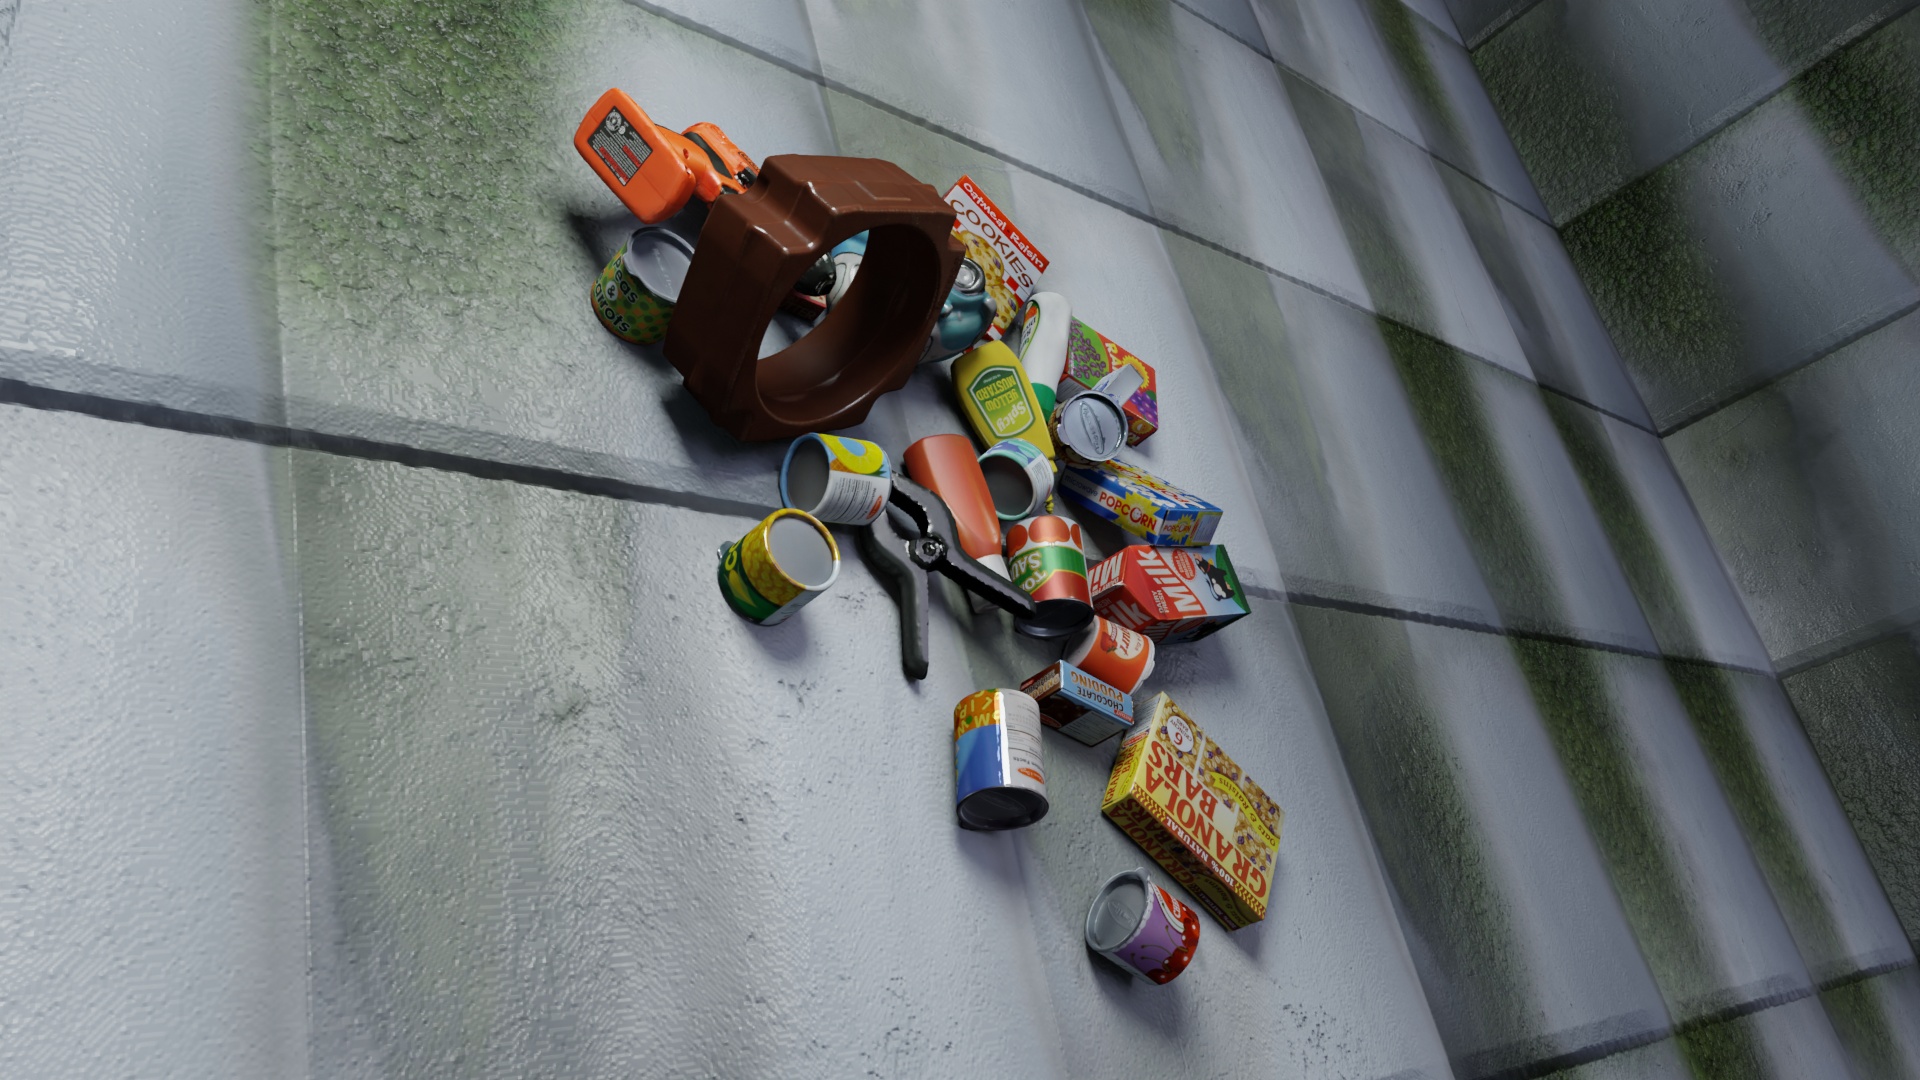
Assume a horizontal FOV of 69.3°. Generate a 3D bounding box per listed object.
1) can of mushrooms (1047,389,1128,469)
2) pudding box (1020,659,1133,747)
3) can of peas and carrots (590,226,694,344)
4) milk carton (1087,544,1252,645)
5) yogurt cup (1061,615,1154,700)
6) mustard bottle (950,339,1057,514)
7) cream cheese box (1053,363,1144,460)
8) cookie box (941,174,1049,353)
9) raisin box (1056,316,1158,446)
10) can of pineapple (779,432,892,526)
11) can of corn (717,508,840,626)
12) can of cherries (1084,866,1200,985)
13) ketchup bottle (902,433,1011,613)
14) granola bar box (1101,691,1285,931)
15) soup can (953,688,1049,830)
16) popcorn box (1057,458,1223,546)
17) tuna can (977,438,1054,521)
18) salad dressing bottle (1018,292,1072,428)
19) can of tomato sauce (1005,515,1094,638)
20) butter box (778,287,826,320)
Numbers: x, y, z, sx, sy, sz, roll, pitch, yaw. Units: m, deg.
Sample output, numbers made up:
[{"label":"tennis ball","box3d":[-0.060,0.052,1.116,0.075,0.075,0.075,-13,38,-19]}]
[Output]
[{"label":"can of mushrooms","box3d":[0.111,-0.098,1.242,0.071,0.033,0.071,5,77,-21]},{"label":"pudding box","box3d":[0.094,0.133,1.124,0.083,0.049,0.030,29,44,-29]},{"label":"can of peas and carrots","box3d":[-0.229,-0.185,1.014,0.071,0.058,0.071,25,48,-31]},{"label":"milk carton","box3d":[0.171,0.050,1.243,0.191,0.072,0.073,-1,64,-46]},{"label":"yogurt cup","box3d":[0.121,0.099,1.166,0.054,0.072,0.073,31,44,-16]},{"label":"mustard bottle","box3d":[0.048,-0.097,1.229,0.160,0.065,0.049,63,-3,5]},{"label":"cream cheese box","box3d":[0.123,-0.120,1.301,0.024,0.053,0.104,47,66,-9]},{"label":"cookie box","box3d":[0.008,-0.263,1.327,0.123,0.040,0.168,44,41,-13]},{"label":"raisin box","box3d":[0.141,-0.159,1.389,0.123,0.040,0.086,27,46,-29]},{"label":"can of pineapple","box3d":[-0.095,-0.047,1.047,0.058,0.070,0.071,6,59,-43]},{"label":"can of corn","box3d":[-0.128,0.017,0.973,0.071,0.058,0.071,26,47,-32]},{"label":"can of cherries","box3d":[0.138,0.289,1.041,0.058,0.071,0.072,38,42,-21]},{"label":"ketchup bottle","box3d":[0.004,-0.014,1.142,0.065,0.043,0.149,-3,66,-46]},{"label":"granola bar box","box3d":[0.198,0.228,1.171,0.165,0.039,0.125,44,39,-13]},{"label":"soup can","box3d":[0.026,0.162,1.022,0.071,0.071,0.084,26,42,-31]},{"label":"popcorn box","box3d":[0.163,-0.037,1.271,0.085,0.038,0.127,1,23,-46]},{"label":"tuna can","box3d":[0.042,-0.052,1.193,0.071,0.070,0.033,53,40,-3]},{"label":"salad dressing bottle","box3d":[0.076,-0.167,1.314,0.044,0.064,0.148,17,57,-11]},{"label":"can of tomato sauce","box3d":[0.072,0.030,1.163,0.071,0.071,0.083,21,49,-35]},{"label":"butter box","box3d":[-0.143,-0.237,1.166,0.053,0.024,0.104,17,52,-37]}]
